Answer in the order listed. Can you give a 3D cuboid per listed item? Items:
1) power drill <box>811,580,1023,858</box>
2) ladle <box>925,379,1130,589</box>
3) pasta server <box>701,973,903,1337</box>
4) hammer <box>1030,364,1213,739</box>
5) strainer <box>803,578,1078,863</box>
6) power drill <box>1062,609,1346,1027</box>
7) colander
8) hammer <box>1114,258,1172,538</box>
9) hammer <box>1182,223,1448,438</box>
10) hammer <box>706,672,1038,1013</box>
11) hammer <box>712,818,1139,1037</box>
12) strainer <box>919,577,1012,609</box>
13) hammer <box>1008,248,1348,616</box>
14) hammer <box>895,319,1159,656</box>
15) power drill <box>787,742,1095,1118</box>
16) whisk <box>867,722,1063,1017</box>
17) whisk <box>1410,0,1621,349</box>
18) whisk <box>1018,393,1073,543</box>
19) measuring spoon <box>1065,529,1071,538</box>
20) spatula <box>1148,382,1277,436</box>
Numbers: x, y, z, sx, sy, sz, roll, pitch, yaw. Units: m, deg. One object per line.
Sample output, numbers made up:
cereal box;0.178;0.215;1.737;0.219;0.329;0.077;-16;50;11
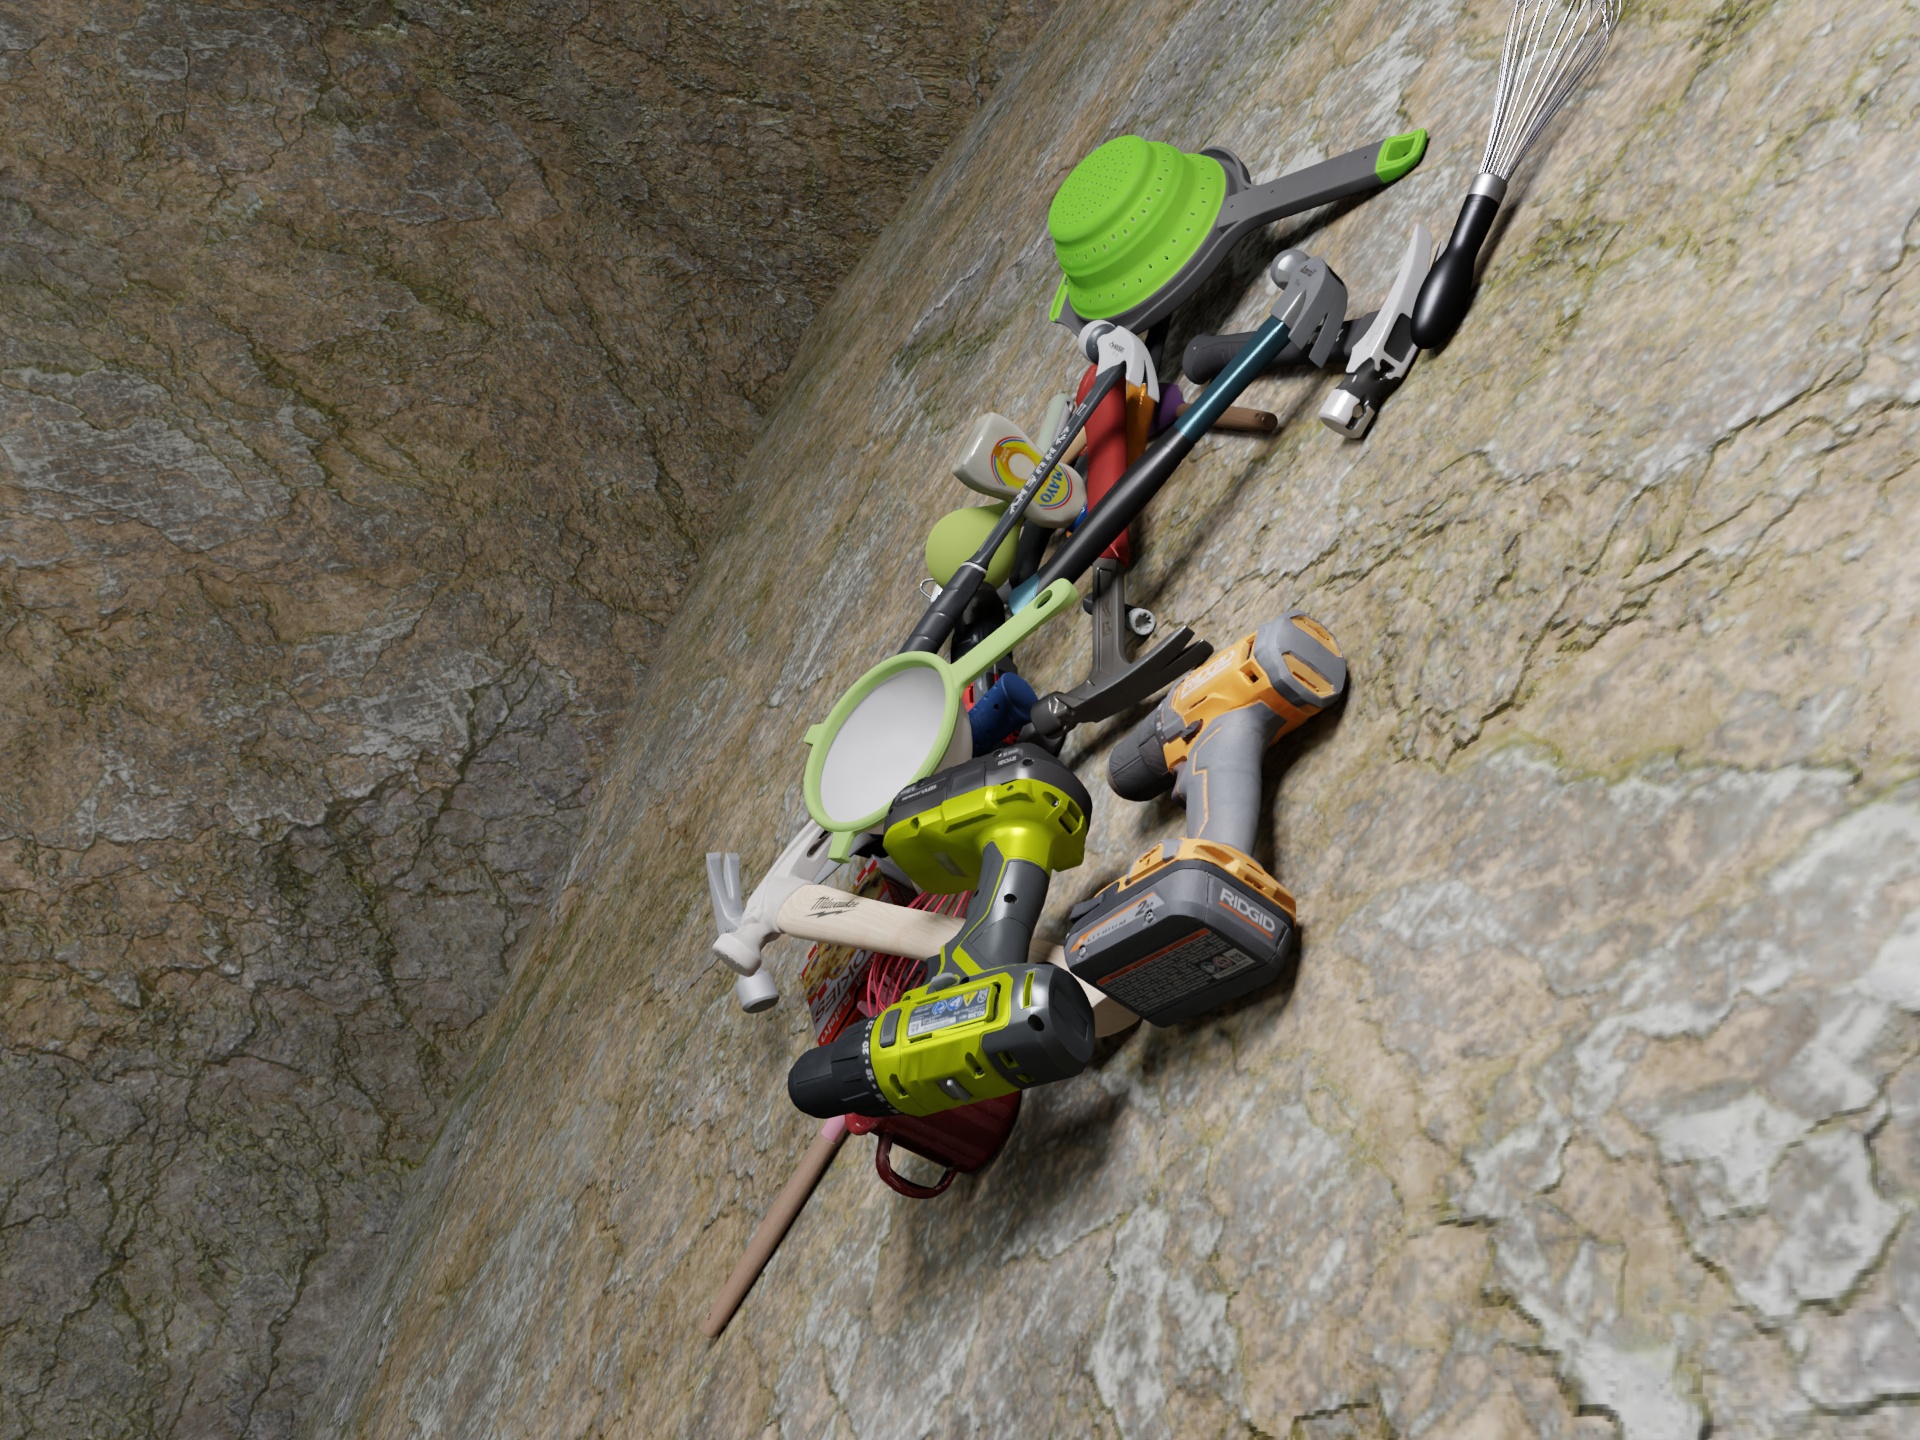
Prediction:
power drill;-0.032;0.002;1.348;0.226;0.080;0.188;-34;47;41
ladle;0.082;-0.227;1.416;0.320;0.078;0.062;-49;12;-26
pasta server;-0.120;0.335;1.206;0.316;0.040;0.060;-59;20;7
hammer;0.120;-0.155;1.222;0.149;0.036;0.359;-31;39;36
strainer;-0.002;-0.004;1.156;0.256;0.069;0.152;-39;37;16
power drill;0.129;0.059;0.916;0.185;0.084;0.226;-38;24;48
colander;0.197;-0.441;1.325;0.397;0.094;0.205;-3;59;50
hammer;0.148;-0.269;1.365;0.127;0.034;0.337;-28;39;52
hammer;0.247;-0.284;1.190;0.146;0.035;0.335;-60;18;2
hammer;-0.082;0.085;1.289;0.405;0.035;0.144;-41;60;35
hammer;-0.020;0.139;1.083;0.411;0.038;0.146;5;52;52
strainer;0.033;-0.116;1.488;0.087;0.050;0.258;-65;24;-7
hammer;0.151;-0.195;1.144;0.331;0.033;0.128;-48;23;14
hammer;0.023;-0.133;1.268;0.409;0.036;0.149;-55;23;11
power drill;-0.007;0.134;0.961;0.190;0.080;0.229;-21;36;28
whisk;0.013;0.104;1.181;0.073;0.073;0.296;-22;36;62
whisk;0.349;-0.368;1.020;0.284;0.070;0.070;-66;19;-3
whisk;0.078;-0.243;1.564;0.059;0.057;0.246;-5;45;26
measuring spoon;0.108;-0.200;1.468;0.021;0.011;0.117;-29;35;29
spatula;0.192;-0.251;1.310;0.060;0.018;0.316;-60;17;5
